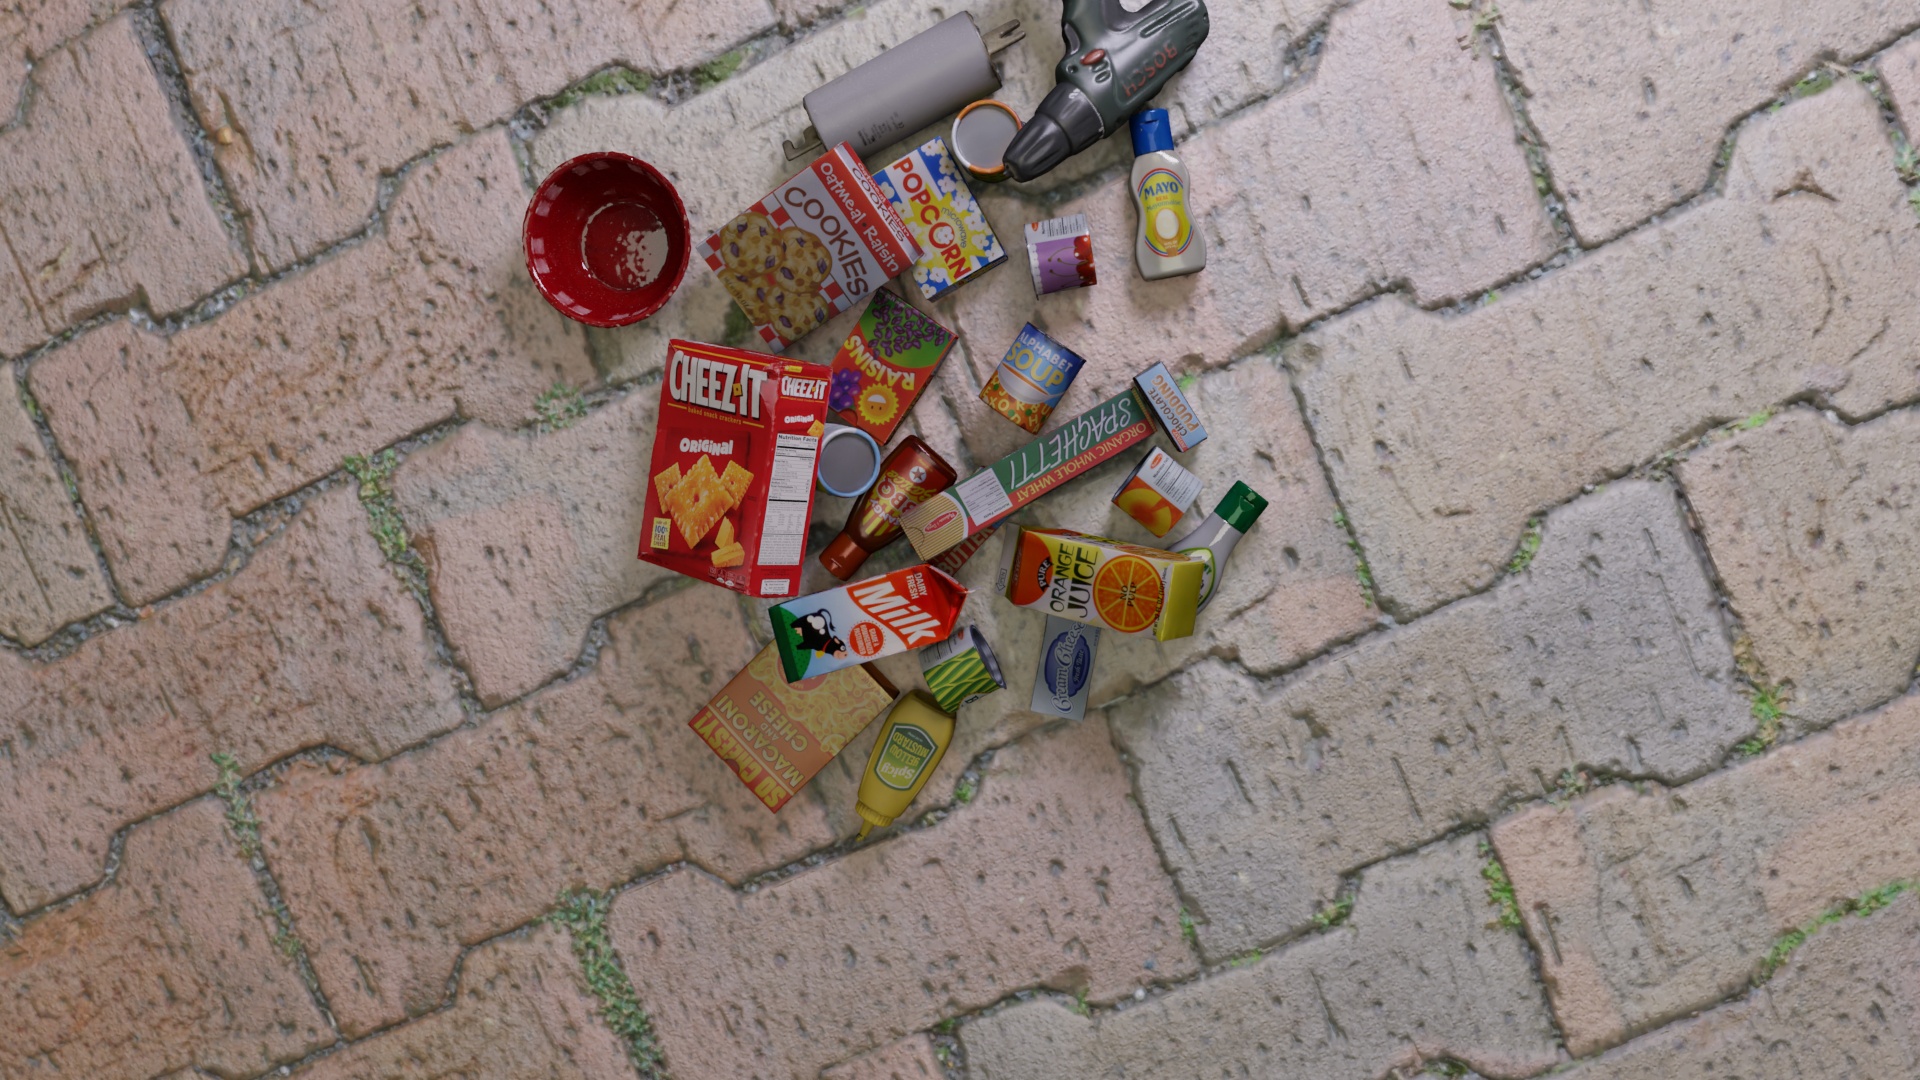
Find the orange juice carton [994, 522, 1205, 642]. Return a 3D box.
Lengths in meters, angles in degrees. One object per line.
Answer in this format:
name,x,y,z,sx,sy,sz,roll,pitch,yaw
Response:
orange juice carton,0.117,0.034,1.264,0.193,0.073,0.071,13,98,32

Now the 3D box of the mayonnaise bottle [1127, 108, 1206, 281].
mayonnaise bottle,0.182,-0.313,1.259,0.065,0.041,0.148,-10,95,9

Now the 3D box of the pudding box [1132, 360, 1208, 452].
pudding box,0.192,-0.123,1.272,0.030,0.050,0.083,-32,92,7

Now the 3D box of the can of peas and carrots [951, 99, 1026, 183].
can of peas and carrots,0.029,-0.363,1.262,0.071,0.059,0.071,1,96,6

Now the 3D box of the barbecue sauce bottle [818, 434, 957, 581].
barbecue sauce bottle,-0.073,-0.027,1.312,0.065,0.044,0.148,41,98,-6

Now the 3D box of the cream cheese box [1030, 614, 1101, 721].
cream cheese box,0.101,0.116,1.317,0.053,0.024,0.103,10,97,6

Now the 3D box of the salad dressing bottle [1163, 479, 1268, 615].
salad dressing bottle,0.225,0.012,1.285,0.064,0.044,0.147,38,98,2

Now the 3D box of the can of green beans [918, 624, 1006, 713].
can of green beans,0.001,0.121,1.307,0.058,0.071,0.071,-28,92,9

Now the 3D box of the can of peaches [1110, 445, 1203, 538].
can of peaches,0.180,-0.043,1.275,0.058,0.071,0.071,38,98,1

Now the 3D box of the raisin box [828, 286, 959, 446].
raisin box,-0.070,-0.163,1.301,0.086,0.040,0.123,35,99,1

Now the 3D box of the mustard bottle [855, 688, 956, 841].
mustard bottle,-0.061,0.224,1.332,0.065,0.049,0.160,27,97,4

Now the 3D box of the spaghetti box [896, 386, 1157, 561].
spaghetti box,0.062,-0.061,1.281,0.250,0.028,0.050,-29,91,-2

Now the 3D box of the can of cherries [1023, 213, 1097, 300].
can of cherries,0.092,-0.258,1.264,0.058,0.071,0.071,-10,95,6

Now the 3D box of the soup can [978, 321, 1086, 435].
soup can,0.065,-0.148,1.272,0.071,0.071,0.083,34,98,2

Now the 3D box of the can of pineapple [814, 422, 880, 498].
can of pineapple,-0.114,-0.073,1.292,0.071,0.058,0.071,-5,101,-26

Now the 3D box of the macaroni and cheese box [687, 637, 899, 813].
macaroni and cheese box,-0.162,0.162,1.340,0.166,0.040,0.124,-44,89,7

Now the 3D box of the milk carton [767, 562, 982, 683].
milk carton,-0.072,0.069,1.273,0.191,0.072,0.073,-16,90,1

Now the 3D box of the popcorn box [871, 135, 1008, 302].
popcorn box,-0.023,-0.296,1.284,0.085,0.038,0.126,-29,92,8

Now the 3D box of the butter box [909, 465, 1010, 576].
butter box,0.005,-0.016,1.315,0.053,0.024,0.103,43,98,1

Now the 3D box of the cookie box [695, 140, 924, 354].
cookie box,-0.137,-0.265,1.263,0.167,0.040,0.122,-29,108,23
